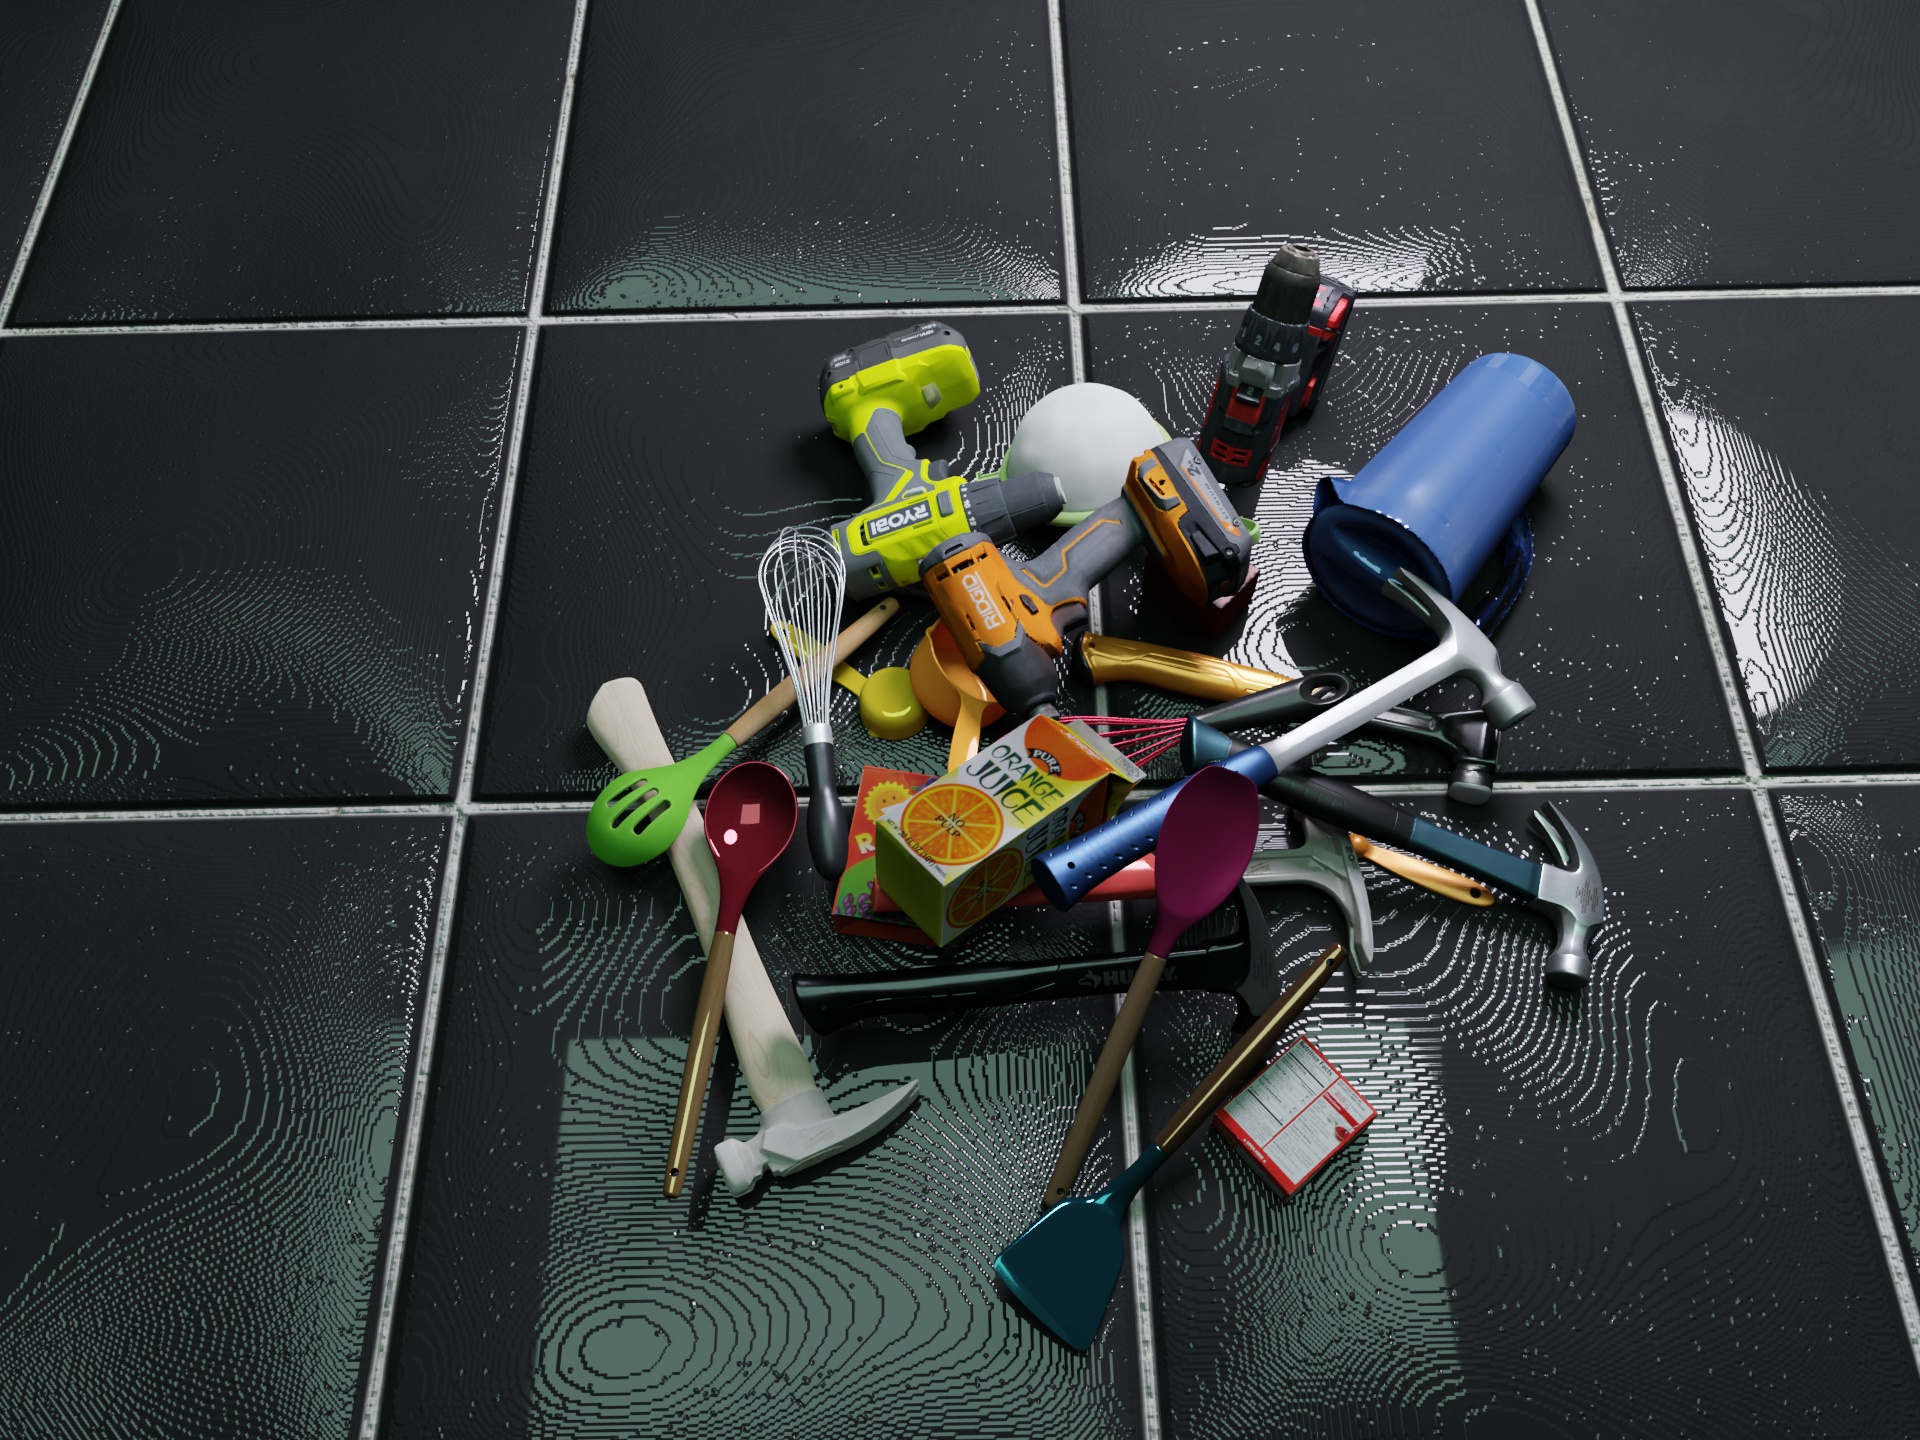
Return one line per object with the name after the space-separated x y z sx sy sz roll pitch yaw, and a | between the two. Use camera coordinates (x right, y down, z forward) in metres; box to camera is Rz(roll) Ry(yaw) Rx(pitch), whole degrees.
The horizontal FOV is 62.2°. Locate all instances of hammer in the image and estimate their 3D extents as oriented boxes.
0.052 0.174 1.096 0.334 0.035 0.146 -4 99 -3 | hammer
0.314 0.077 1.162 0.331 0.033 0.128 22 61 -1 | hammer
0.223 0.020 1.133 0.405 0.035 0.144 -26 73 -22 | hammer
-0.174 0.132 1.171 0.146 0.038 0.411 -22 63 -12 | hammer
0.115 0.121 1.147 0.359 0.036 0.149 -2 60 -10 | hammer
0.255 -0.028 1.254 0.337 0.034 0.127 12 63 8 | hammer

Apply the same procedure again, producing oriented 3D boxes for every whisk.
0.156 0.011 1.204 0.296 0.073 0.073 -15 62 -3 | whisk
-0.112 -0.017 1.195 0.070 0.070 0.285 -6 70 -3 | whisk

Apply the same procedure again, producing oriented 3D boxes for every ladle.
-0.169 0.174 1.112 0.069 0.031 0.316 7 61 3 | ladle

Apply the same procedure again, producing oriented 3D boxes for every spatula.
0.154 0.269 1.061 0.082 0.044 0.317 42 84 5 | spatula

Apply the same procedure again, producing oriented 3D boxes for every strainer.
0.138 -0.212 1.299 0.151 0.069 0.257 -41 51 -22 | strainer

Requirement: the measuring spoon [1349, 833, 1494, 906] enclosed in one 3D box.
0.342 0.111 1.188 0.117 0.011 0.021 22 64 13 | measuring spoon

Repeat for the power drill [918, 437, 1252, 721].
0.102 -0.099 1.196 0.226 0.084 0.164 -26 70 -3 | power drill

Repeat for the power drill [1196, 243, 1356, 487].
0.259 -0.307 1.286 0.080 0.187 0.227 21 33 11 | power drill

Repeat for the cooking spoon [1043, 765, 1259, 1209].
0.121 0.181 1.067 0.068 0.017 0.319 22 92 -14 | cooking spoon

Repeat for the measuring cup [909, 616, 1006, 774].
-0.002 -0.004 1.211 0.095 0.052 0.174 24 49 -17 | measuring cup

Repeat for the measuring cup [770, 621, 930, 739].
-0.092 -0.042 1.268 0.156 0.029 0.062 34 67 16 | measuring cup

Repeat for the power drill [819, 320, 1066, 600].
-0.023 -0.217 1.309 0.190 0.080 0.229 -18 55 9 | power drill

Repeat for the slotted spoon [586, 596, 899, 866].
-0.159 -0.002 1.218 0.070 0.031 0.314 39 63 18 | slotted spoon
